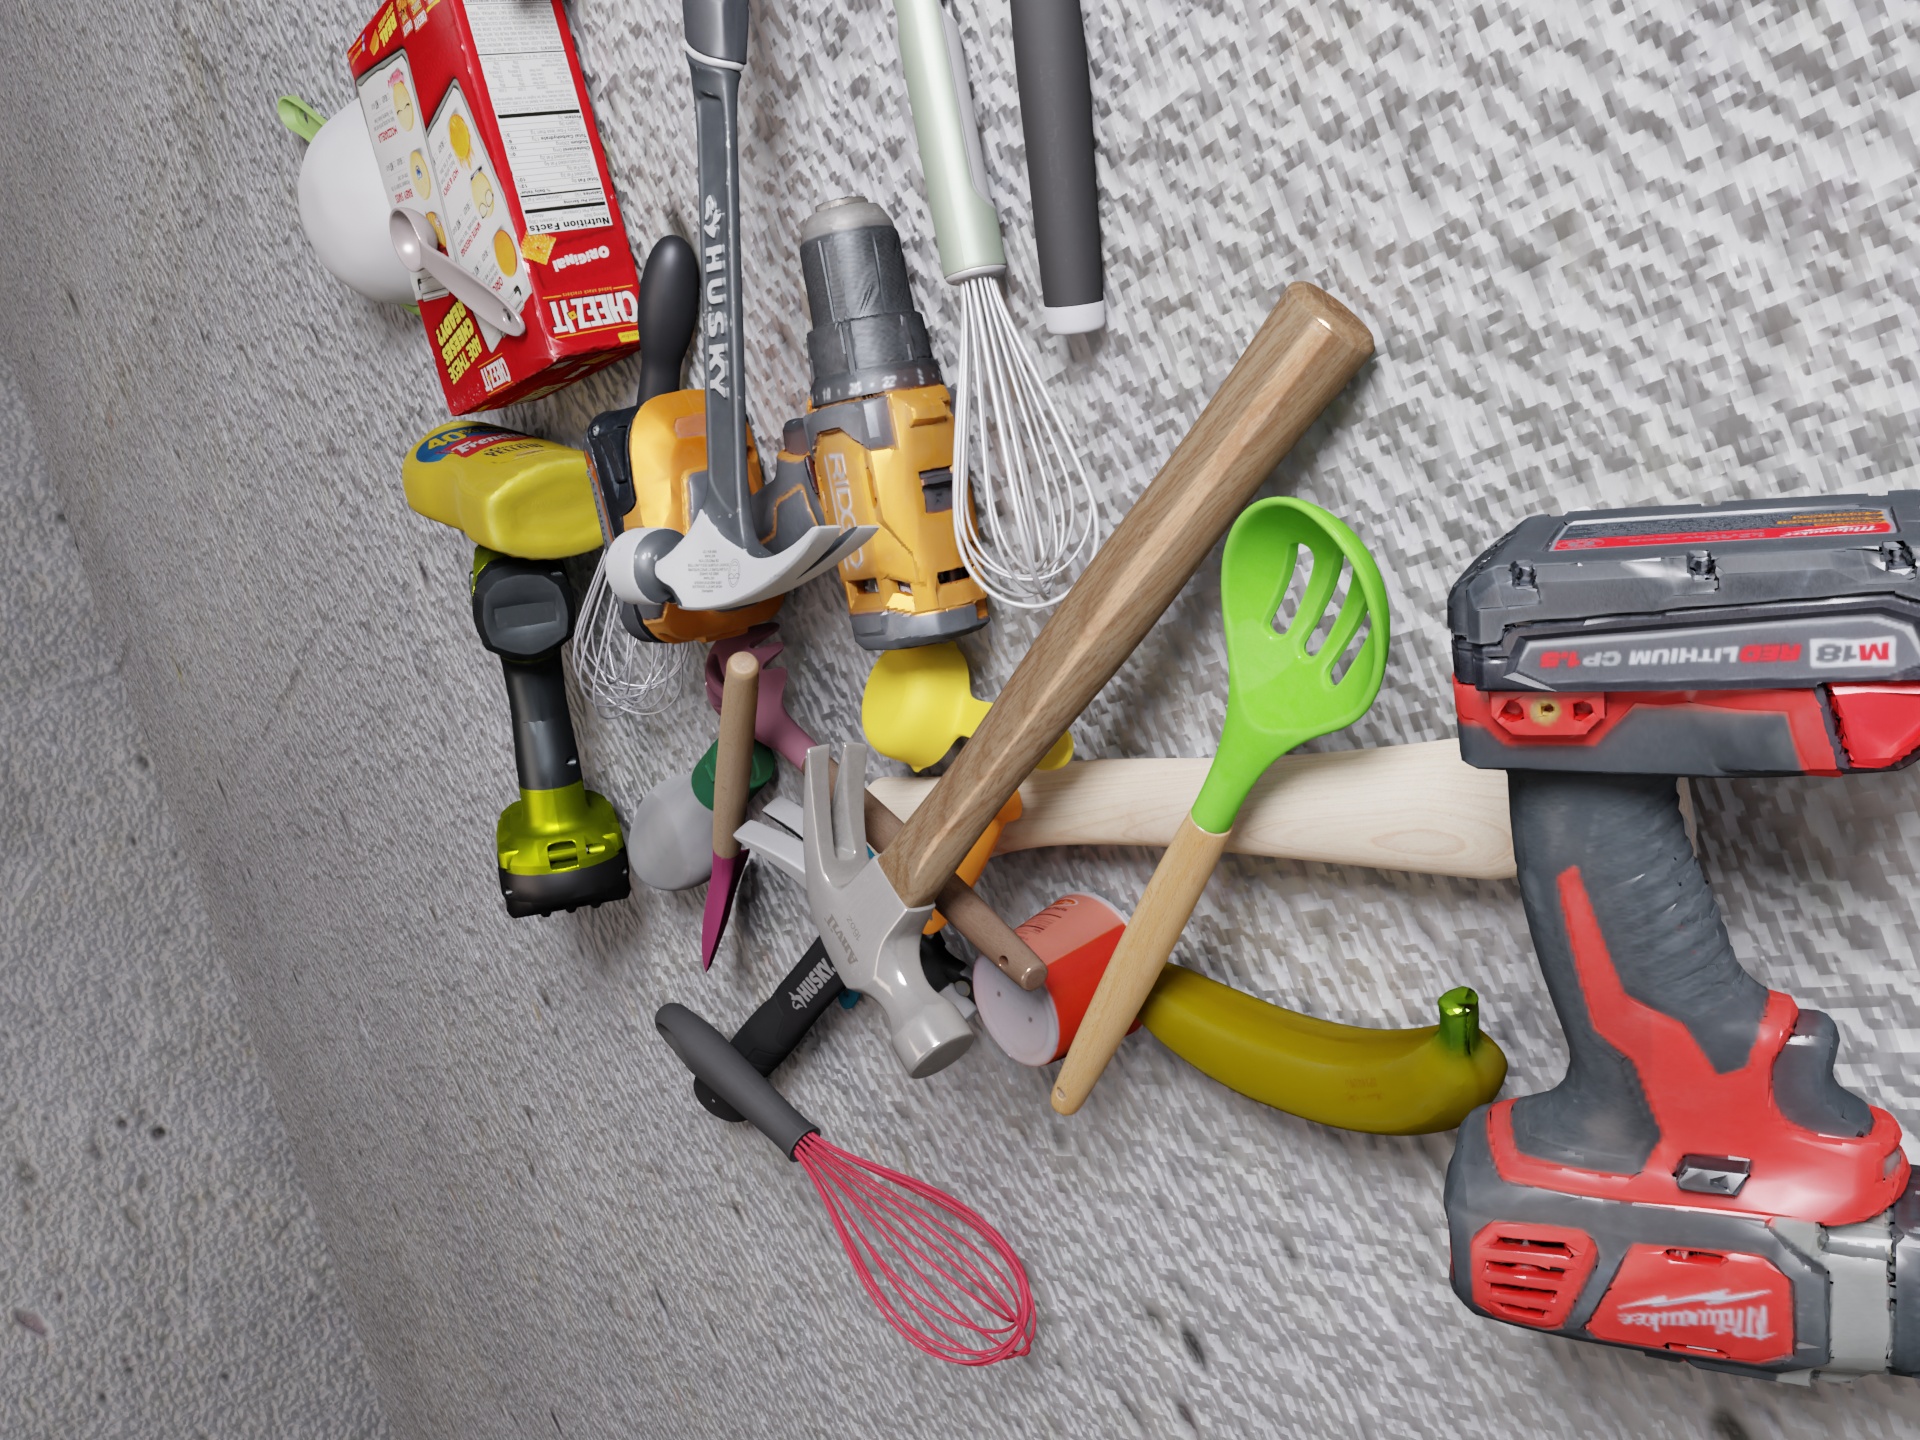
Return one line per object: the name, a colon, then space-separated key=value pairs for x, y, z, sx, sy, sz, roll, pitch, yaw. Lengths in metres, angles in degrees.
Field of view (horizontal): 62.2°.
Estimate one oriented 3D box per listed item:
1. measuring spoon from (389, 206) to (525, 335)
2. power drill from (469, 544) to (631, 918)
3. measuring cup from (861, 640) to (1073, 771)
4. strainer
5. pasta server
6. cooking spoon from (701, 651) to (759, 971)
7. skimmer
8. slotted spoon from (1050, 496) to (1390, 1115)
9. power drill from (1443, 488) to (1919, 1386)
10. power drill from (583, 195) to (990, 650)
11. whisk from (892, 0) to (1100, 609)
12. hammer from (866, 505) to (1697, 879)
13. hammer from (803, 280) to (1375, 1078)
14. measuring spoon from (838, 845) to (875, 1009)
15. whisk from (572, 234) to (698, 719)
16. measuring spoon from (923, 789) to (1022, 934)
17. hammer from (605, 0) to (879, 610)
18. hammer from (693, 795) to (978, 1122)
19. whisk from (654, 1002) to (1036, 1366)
measuring spoon: x=-0.263 y=-0.237 z=0.843 sx=0.124 sy=0.018 sz=0.034 roll=39 pitch=139 yaw=26
power drill: x=-0.266 y=-0.003 z=1.010 sx=0.171 sy=0.080 sz=0.223 roll=-139 pitch=42 yaw=-67
measuring cup: x=-0.001 y=-0.002 z=0.670 sx=0.157 sy=0.029 sz=0.062 roll=19 pitch=93 yaw=63
strainer: x=-0.423 y=-0.366 z=1.065 sx=0.257 sy=0.069 sz=0.151 roll=41 pitch=136 yaw=33
pasta server: x=-0.048 y=0.032 z=0.742 sx=0.317 sy=0.040 sz=0.060 roll=39 pitch=128 yaw=47
cooking spoon: x=-0.121 y=0.054 z=0.829 sx=0.017 sy=0.069 sz=0.318 roll=18 pitch=148 yaw=-1
skimmer: x=0.010 y=-0.301 z=0.498 sx=0.127 sy=0.090 sz=0.363 roll=1 pitch=112 yaw=20
slotted spoon: x=0.080 y=0.050 z=0.567 sx=0.070 sy=0.031 sz=0.313 roll=50 pitch=141 yaw=31
power drill: x=0.213 y=0.062 z=0.392 sx=0.188 sy=0.080 sz=0.226 roll=0 pitch=106 yaw=28
power drill: x=-0.084 y=-0.123 z=0.725 sx=0.226 sy=0.084 sz=0.185 roll=0 pitch=104 yaw=49
whisk: x=0.008 y=-0.164 z=0.613 sx=0.059 sy=0.058 sz=0.246 roll=-9 pitch=97 yaw=20
hammer: x=0.078 y=0.023 z=0.611 sx=0.411 sy=0.038 sz=0.146 roll=-6 pitch=100 yaw=54
hammer: x=0.034 y=-0.016 z=0.582 sx=0.130 sy=0.031 sz=0.331 roll=54 pitch=126 yaw=27
measuring spoon: x=-0.060 y=0.114 z=0.851 sx=0.042 sy=0.021 sz=0.128 roll=42 pitch=137 yaw=33
whisk: x=-0.169 y=-0.122 z=0.861 sx=0.070 sy=0.070 sz=0.284 roll=40 pitch=130 yaw=36
measuring spoon: x=-0.001 y=0.062 z=0.695 sx=0.021 sy=0.011 sz=0.116 roll=57 pitch=142 yaw=23
hammer: x=-0.096 y=-0.248 z=0.639 sx=0.149 sy=0.036 sz=0.409 roll=6 pitch=100 yaw=45
hammer: x=-0.100 y=0.161 z=0.897 sx=0.146 sy=0.035 sz=0.334 roll=46 pitch=144 yaw=5
whisk: x=-0.072 y=0.245 z=0.869 sx=0.296 sy=0.073 sz=0.073 roll=34 pitch=132 yaw=30
